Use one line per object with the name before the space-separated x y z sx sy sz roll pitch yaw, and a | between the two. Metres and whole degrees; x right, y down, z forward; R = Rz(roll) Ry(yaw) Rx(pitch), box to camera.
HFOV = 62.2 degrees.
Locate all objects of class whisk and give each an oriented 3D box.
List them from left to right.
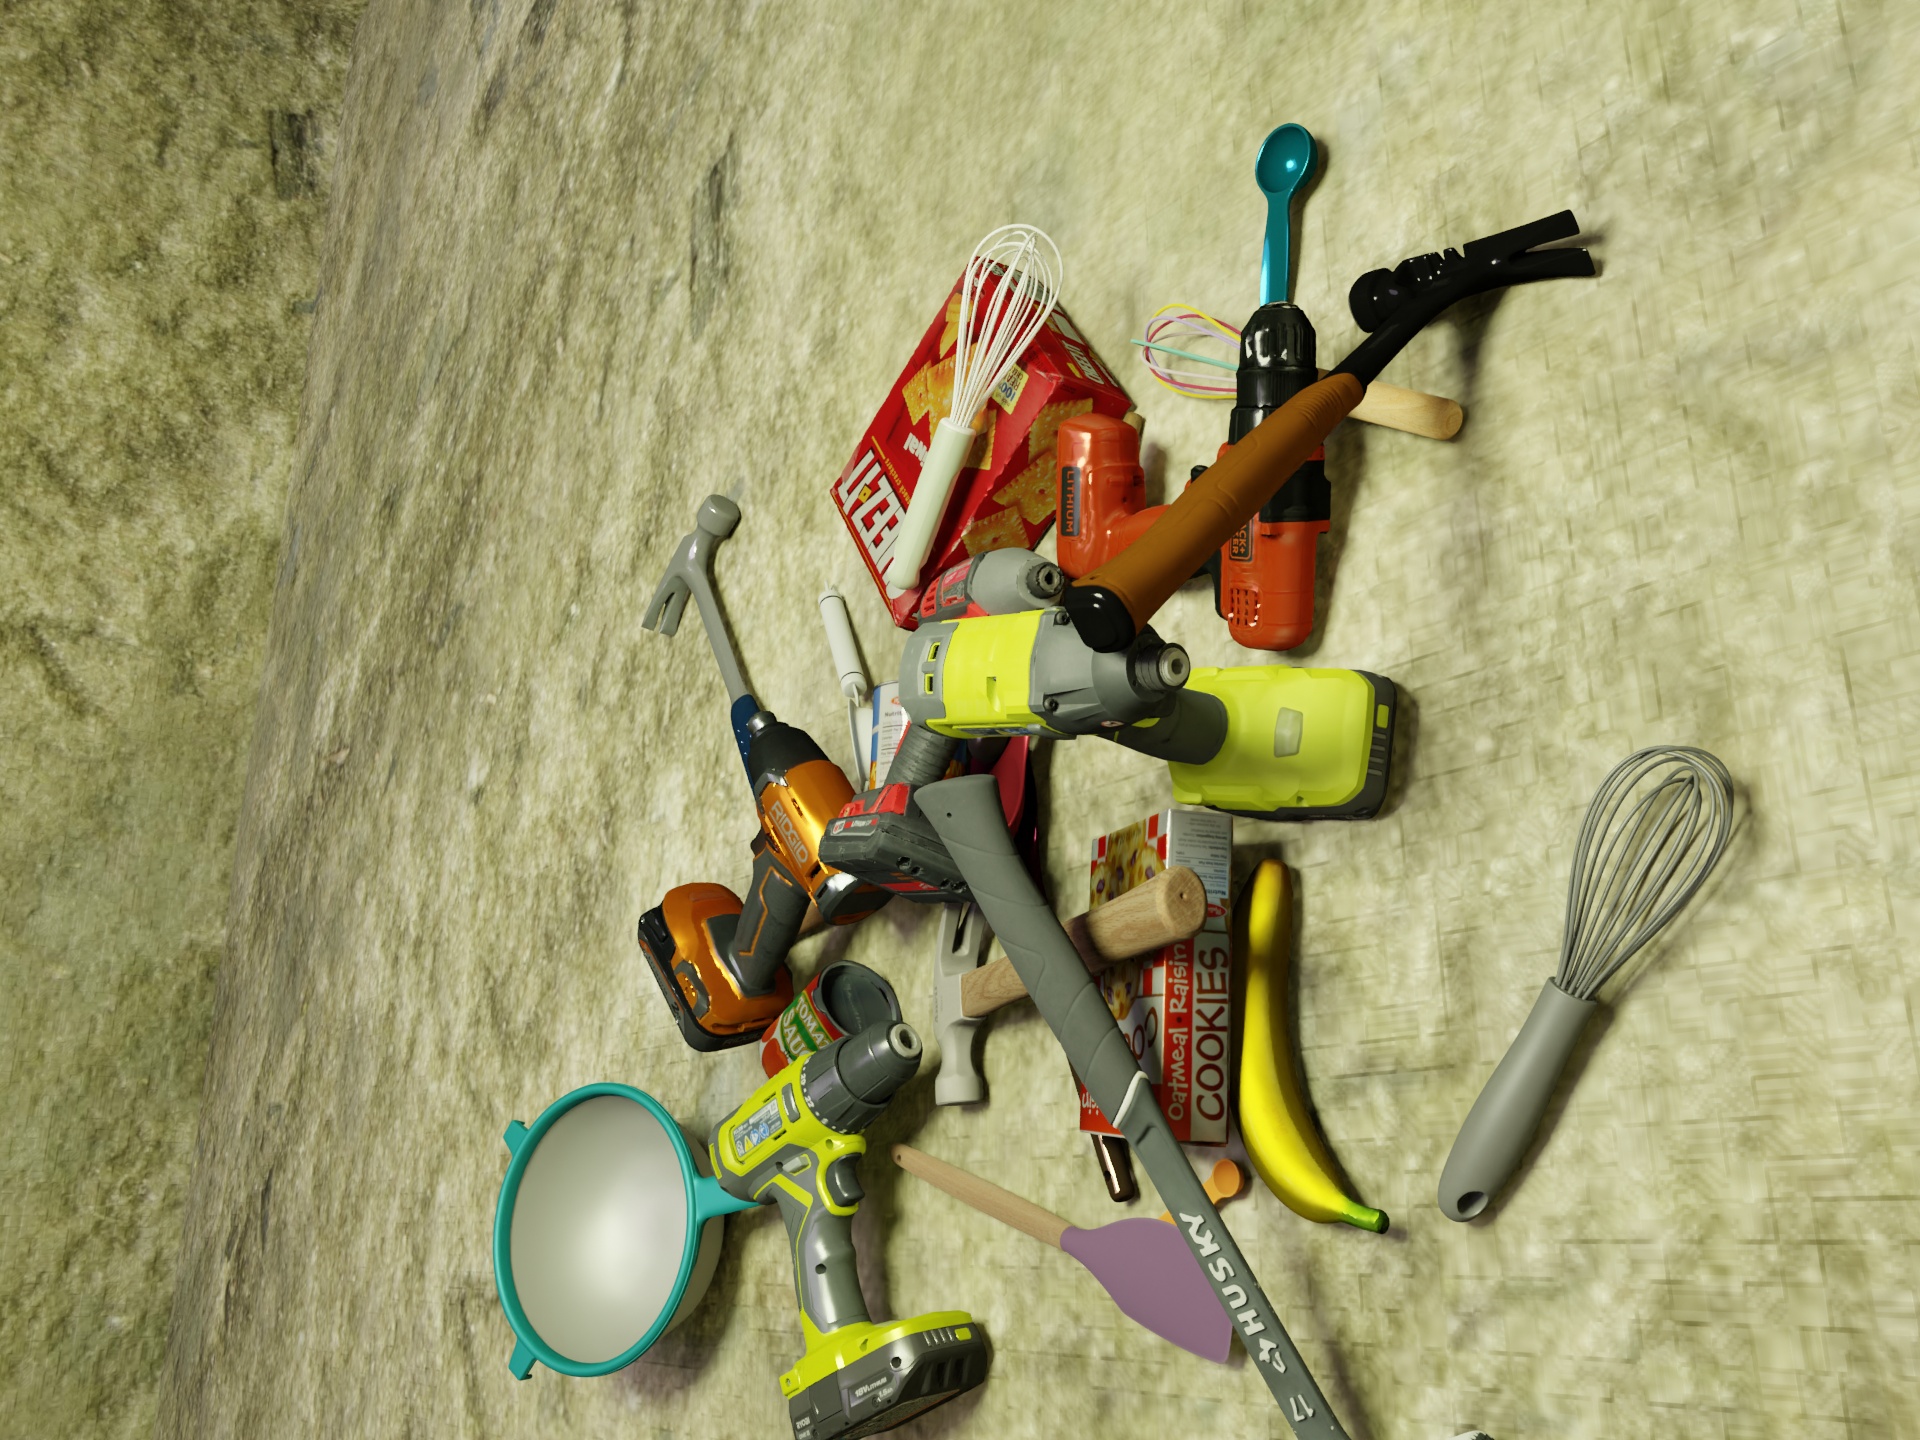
whisk | 0.002 -0.194 1.014 0.058 0.059 0.246 -80 11 -68
whisk | 0.181 -0.196 0.897 0.245 0.051 0.047 31 99 49
whisk | 0.261 0.118 0.686 0.055 0.055 0.239 41 115 51

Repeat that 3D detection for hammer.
hammer | -0.187 -0.016 1.331 0.144 0.035 0.406 -53 42 28
hammer | 0.048 0.133 0.892 0.331 0.031 0.130 138 133 -62
hammer | 0.088 0.201 0.759 0.149 0.036 0.409 -40 73 33
hammer | 0.162 -0.136 0.726 0.127 0.034 0.337 -3 34 51

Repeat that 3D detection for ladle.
ladle | 0.058 -0.047 1.010 0.069 0.031 0.315 18 88 63

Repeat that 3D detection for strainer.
strainer | -0.201 0.369 1.196 0.340 0.095 0.211 -21 63 26
strainer | -0.076 -0.022 1.183 0.086 0.050 0.259 76 177 -47

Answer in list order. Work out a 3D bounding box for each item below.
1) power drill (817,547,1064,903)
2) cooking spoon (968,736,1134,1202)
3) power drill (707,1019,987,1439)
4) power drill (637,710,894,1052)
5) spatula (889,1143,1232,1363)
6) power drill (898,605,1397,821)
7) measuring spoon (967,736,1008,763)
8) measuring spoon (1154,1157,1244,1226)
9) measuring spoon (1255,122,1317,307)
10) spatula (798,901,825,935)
power drill | -0.002 -0.003 0.978 0.143 0.078 0.220 -15 53 64
cooking spoon | 0.055 0.140 0.974 0.068 0.017 0.319 -44 46 34
power drill | -0.067 0.318 1.005 0.190 0.080 0.229 -42 55 33
power drill | -0.142 0.111 1.121 0.226 0.084 0.164 -52 58 34
spatula | 0.048 0.292 0.928 0.316 0.018 0.060 3 87 55
power drill | 0.104 -0.005 0.781 0.171 0.223 0.080 -1 78 53
measuring spoon | 0.021 -0.032 1.065 0.034 0.018 0.124 -20 57 50
measuring spoon | 0.118 0.273 0.857 0.117 0.011 0.021 -56 41 31
measuring spoon | 0.193 -0.284 0.936 0.042 0.021 0.128 5 92 53
spatula | -0.116 0.146 1.177 0.317 0.044 0.082 -34 67 41
